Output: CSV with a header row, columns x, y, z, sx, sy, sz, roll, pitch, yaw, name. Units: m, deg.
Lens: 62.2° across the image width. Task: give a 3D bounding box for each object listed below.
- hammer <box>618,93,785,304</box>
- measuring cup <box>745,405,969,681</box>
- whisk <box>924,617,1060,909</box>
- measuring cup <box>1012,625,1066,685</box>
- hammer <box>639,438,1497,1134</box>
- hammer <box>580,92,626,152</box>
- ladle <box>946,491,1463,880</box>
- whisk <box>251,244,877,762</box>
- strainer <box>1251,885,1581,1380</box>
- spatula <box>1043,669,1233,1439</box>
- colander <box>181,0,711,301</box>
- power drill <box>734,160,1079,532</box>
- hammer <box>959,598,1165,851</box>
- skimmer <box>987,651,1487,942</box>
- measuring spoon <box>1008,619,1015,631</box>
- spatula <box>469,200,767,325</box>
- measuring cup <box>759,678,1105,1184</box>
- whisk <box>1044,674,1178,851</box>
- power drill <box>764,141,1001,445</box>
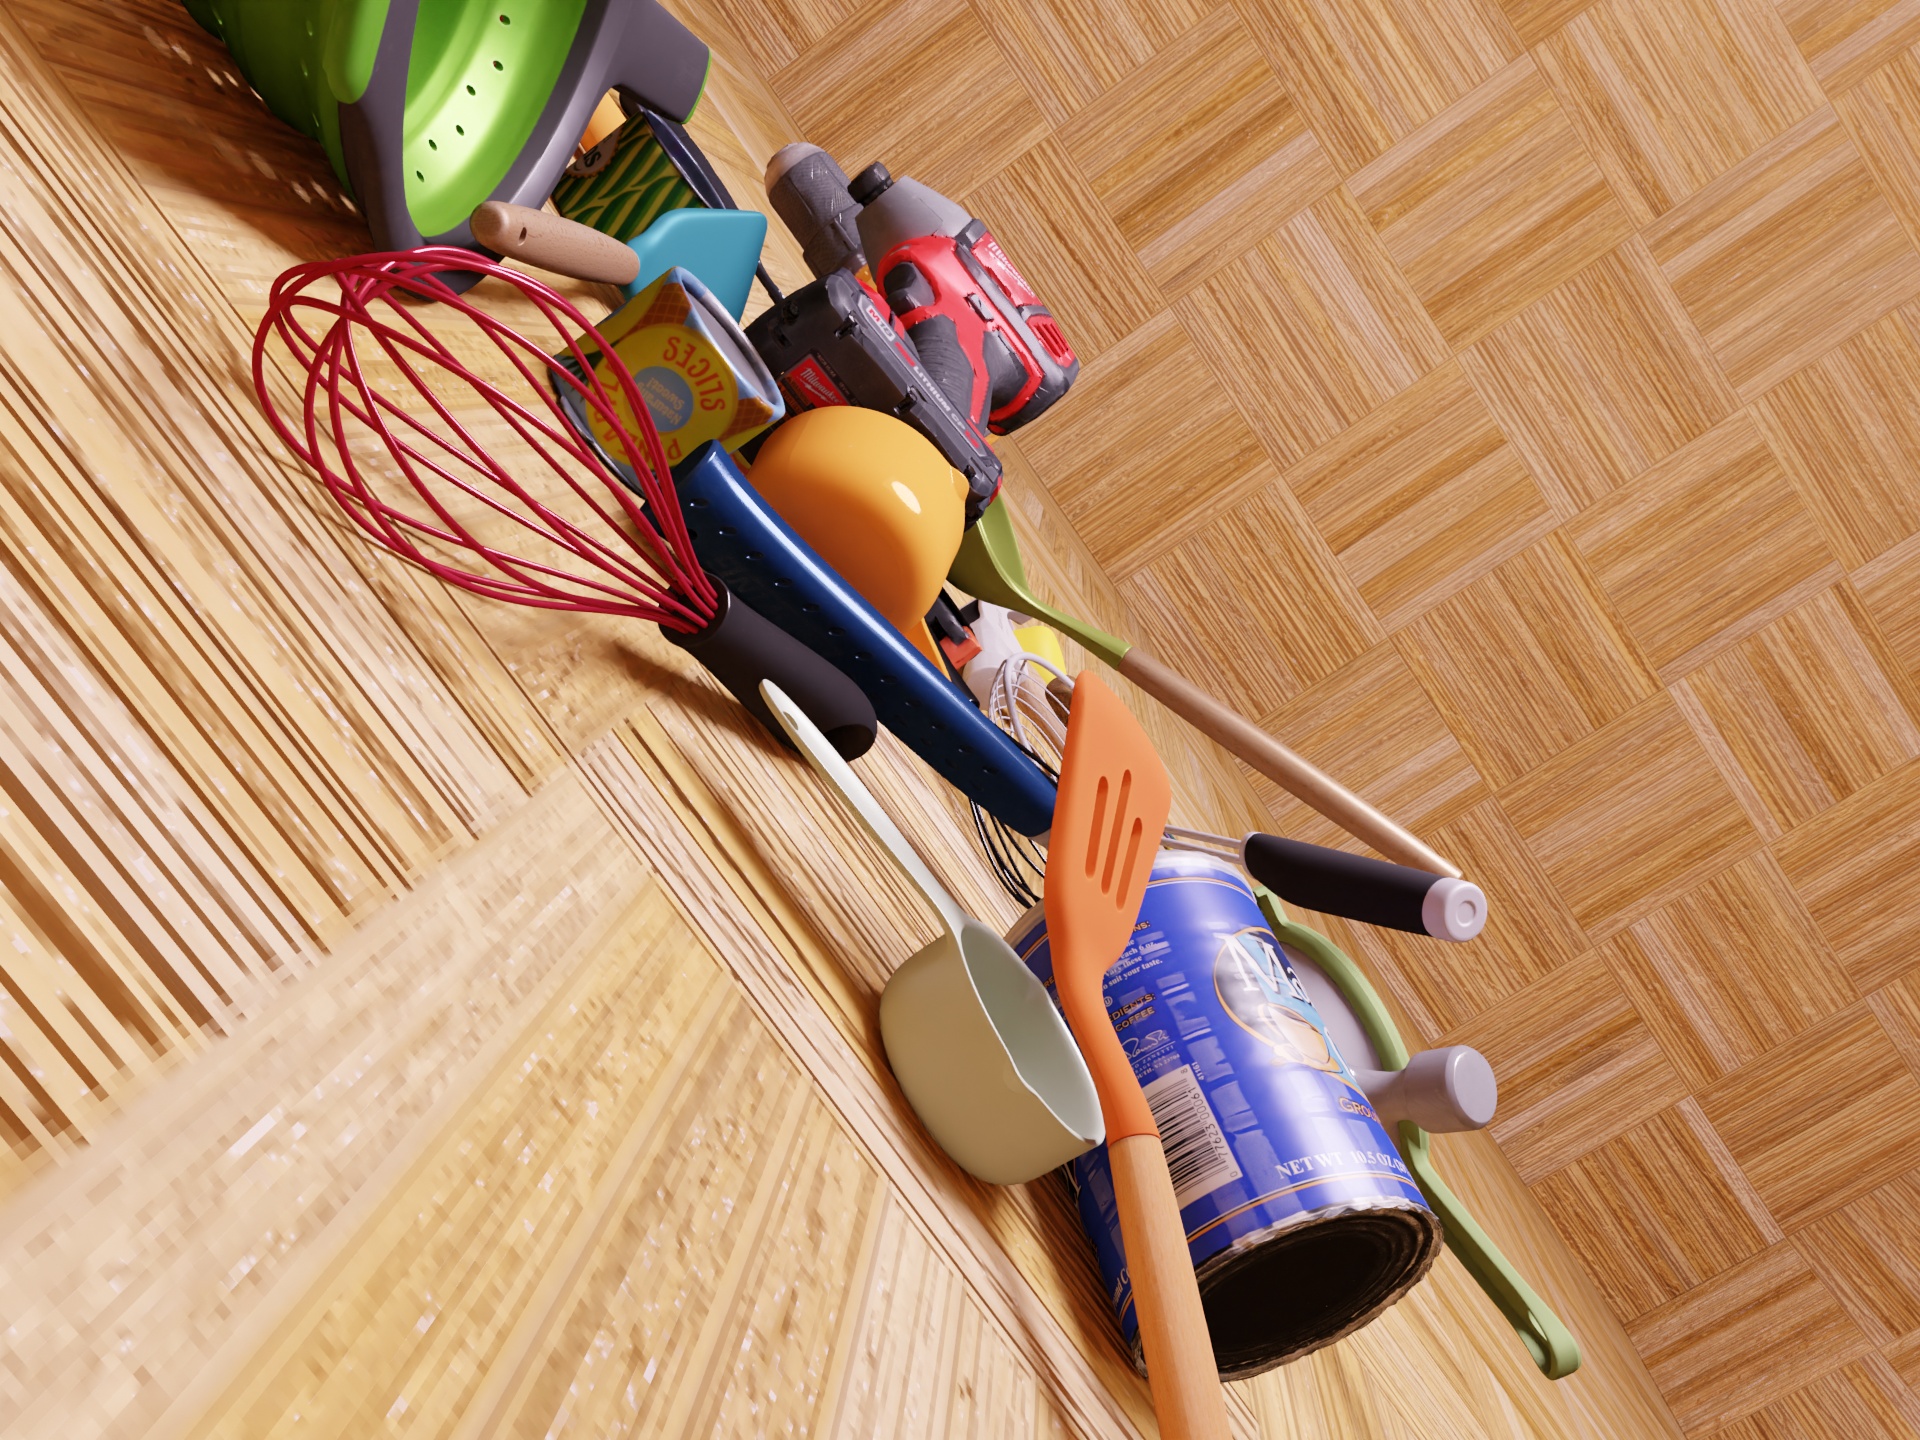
x,y,z,sx,sy,sz,roll,pitch,yaw,name
-0.123,-0.277,0.962,0.409,0.036,0.149,58,6,34,hammer
-0.032,-0.036,0.630,0.052,0.095,0.173,-71,145,-53,measuring cup
0.000,-0.002,0.738,0.239,0.055,0.055,55,10,22,whisk
0.069,-0.021,1.107,0.156,0.029,0.062,44,34,-64,measuring cup
0.035,0.048,0.622,0.405,0.144,0.035,43,51,-21,hammer
-0.227,-0.371,0.862,0.337,0.034,0.127,57,12,8,hammer
0.108,-0.025,0.767,0.320,0.062,0.078,36,6,16,ladle
-0.083,-0.038,0.442,0.073,0.073,0.295,61,6,25,whisk
0.176,0.206,0.738,0.257,0.069,0.151,-127,-153,-51,strainer
0.060,0.134,0.426,0.080,0.041,0.323,47,26,-50,spatula
-0.160,-0.256,0.540,0.094,0.204,0.397,22,14,-5,colander
-0.023,-0.167,0.709,0.143,0.078,0.220,50,32,-16,power drill
0.094,0.048,1.017,0.331,0.031,0.130,52,18,-29,hammer
0.117,0.031,0.725,0.127,0.090,0.363,48,-15,-21,skimmer
0.025,-0.039,1.053,0.124,0.018,0.034,-74,143,-68,measuring spoon
-0.126,-0.176,0.617,0.044,0.082,0.317,20,12,-4,spatula
-0.020,0.064,0.469,0.167,0.038,0.083,53,11,-3,measuring cup
0.114,0.071,0.957,0.244,0.051,0.047,56,13,-24,whisk
-0.032,-0.238,0.933,0.185,0.084,0.226,52,9,-2,power drill
